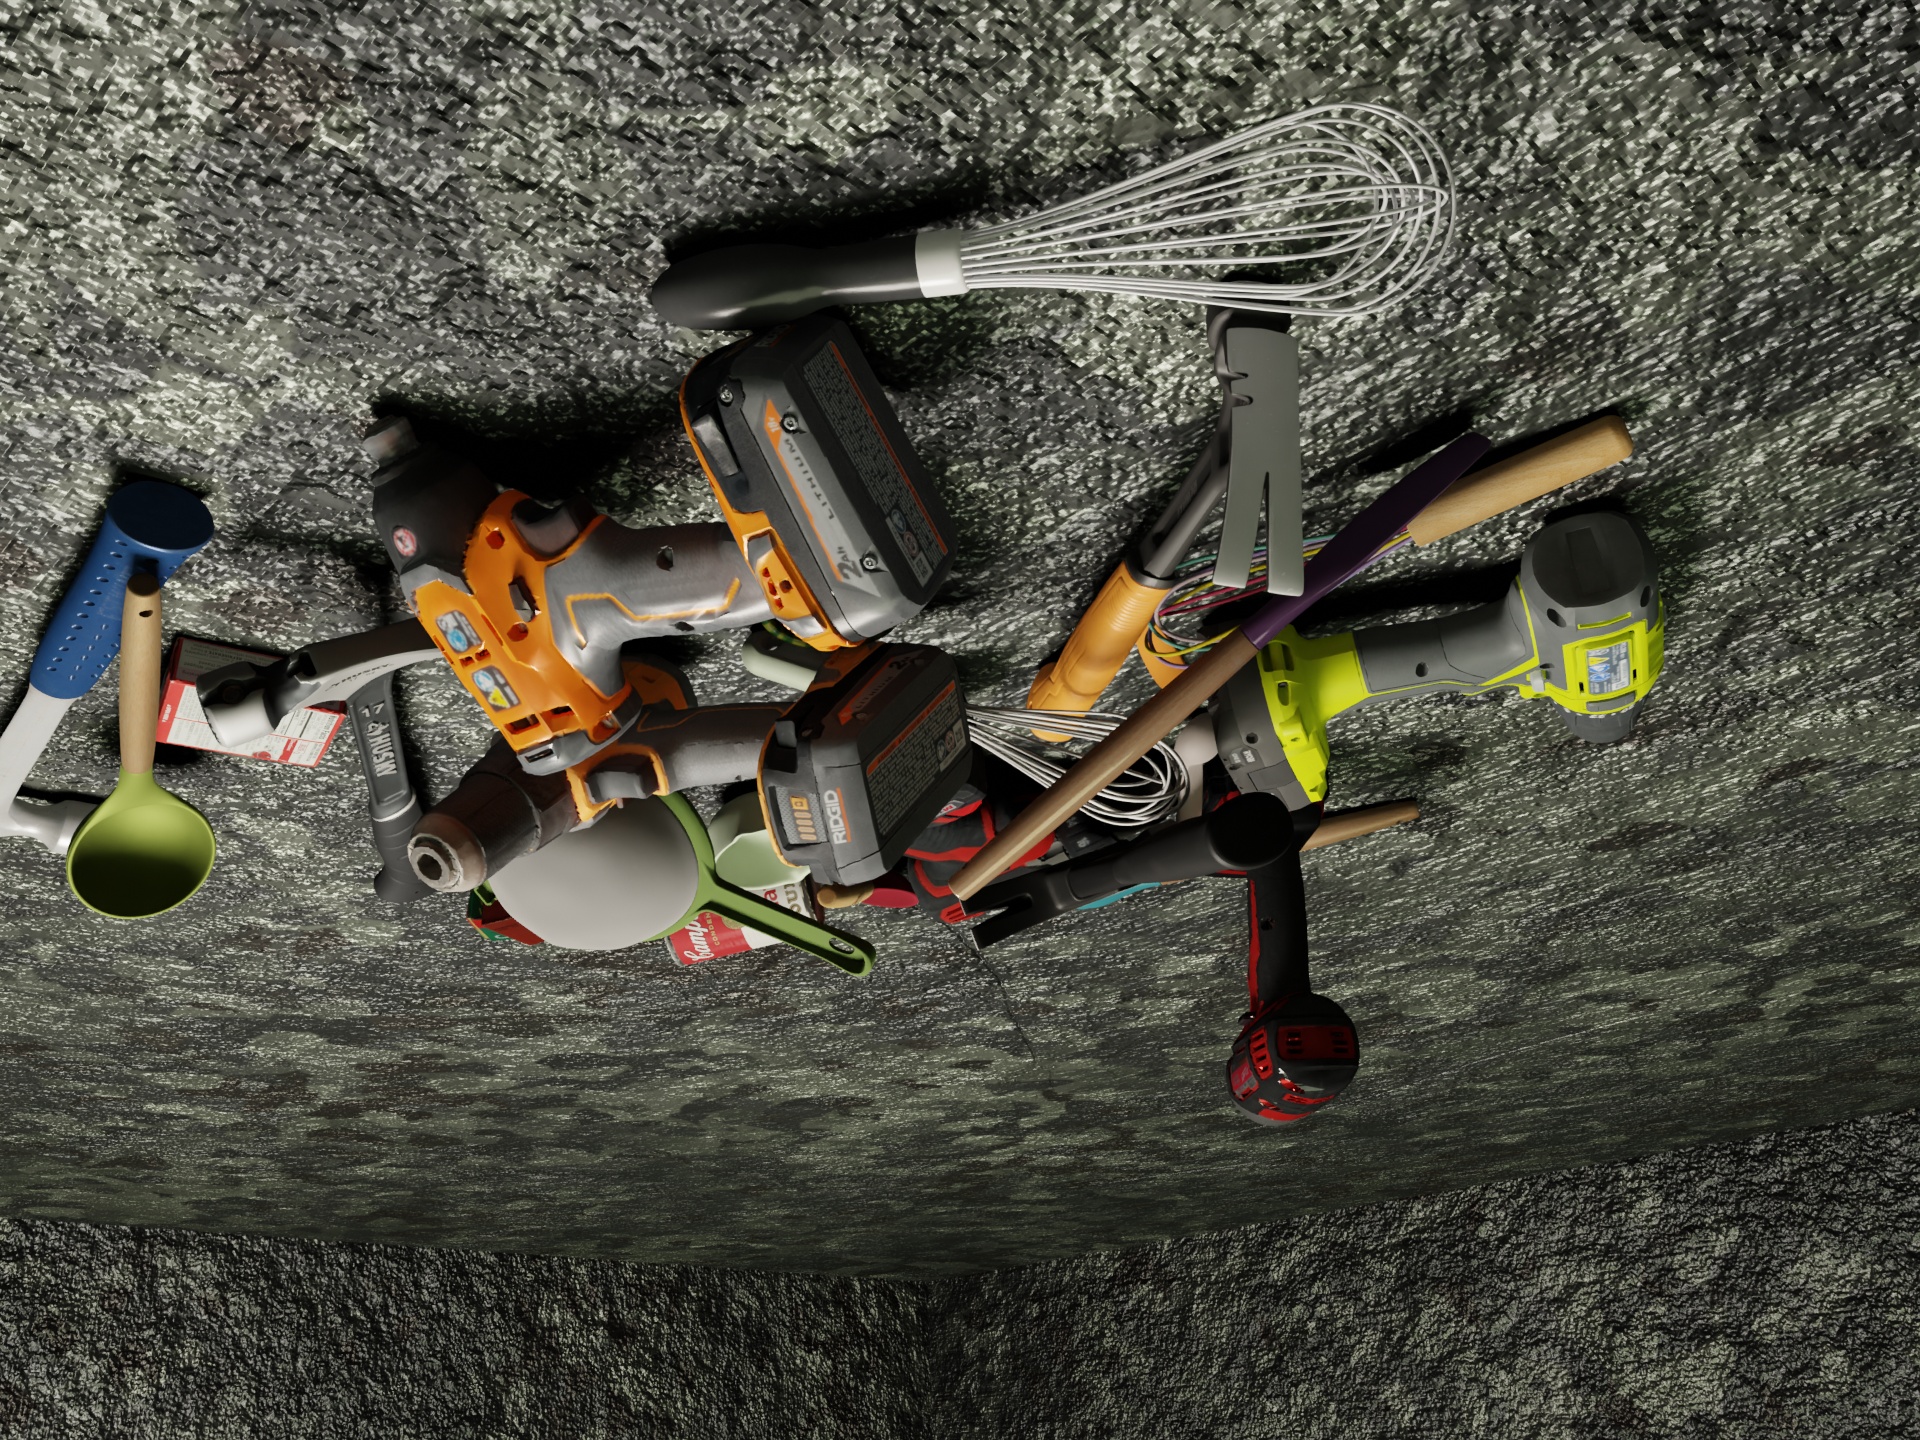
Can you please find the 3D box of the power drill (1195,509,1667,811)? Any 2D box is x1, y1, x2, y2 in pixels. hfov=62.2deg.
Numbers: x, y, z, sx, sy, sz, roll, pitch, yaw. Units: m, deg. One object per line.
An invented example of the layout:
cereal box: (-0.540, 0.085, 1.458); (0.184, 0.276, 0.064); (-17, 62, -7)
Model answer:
power drill: (0.257, -0.019, 0.852); (0.228, 0.080, 0.190); (-15, 152, 17)

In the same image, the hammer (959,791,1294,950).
hammer: (0.091, 0.075, 0.820); (0.146, 0.035, 0.334); (-19, 174, -11)

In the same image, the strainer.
strainer: (-0.176, 0.109, 0.929); (0.256, 0.069, 0.151); (22, 126, 2)

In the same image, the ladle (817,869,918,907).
ladle: (-0.067, 0.109, 1.022); (0.069, 0.031, 0.315); (9, 176, 3)

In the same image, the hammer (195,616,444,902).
hammer: (-0.324, 0.037, 0.917); (0.149, 0.036, 0.408); (-22, 166, -22)

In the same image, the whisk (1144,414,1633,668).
whisk: (0.192, -0.086, 0.754); (0.245, 0.051, 0.047); (-23, -178, 28)

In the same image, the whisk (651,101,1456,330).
whisk: (0.026, -0.163, 0.557); (0.284, 0.070, 0.070); (-4, 154, 12)

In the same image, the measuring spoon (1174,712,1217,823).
measuring spoon: (0.147, 0.048, 0.979); (0.034, 0.018, 0.124); (-28, 136, -27)

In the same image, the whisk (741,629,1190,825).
whisk: (-0.001, -0.003, 0.803); (0.246, 0.058, 0.059); (18, 133, 16)

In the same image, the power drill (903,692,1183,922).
power drill: (0.019, 0.048, 0.957); (0.188, 0.080, 0.226); (-25, 151, 19)

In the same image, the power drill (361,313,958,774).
power drill: (-0.134, -0.079, 0.645); (0.226, 0.084, 0.164); (-19, 113, 27)

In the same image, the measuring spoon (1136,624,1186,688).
measuring spoon: (0.107, -0.036, 0.870); (0.021, 0.011, 0.116); (-12, 153, 17)

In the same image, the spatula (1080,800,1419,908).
spatula: (0.164, 0.093, 1.131); (0.317, 0.044, 0.082); (-16, 151, 14)

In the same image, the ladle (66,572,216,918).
ladle: (-0.416, 0.021, 0.810); (0.078, 0.062, 0.320); (-15, 162, -33)

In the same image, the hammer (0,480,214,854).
hammer: (-0.477, -0.015, 0.824); (0.144, 0.035, 0.405); (17, 148, -35)

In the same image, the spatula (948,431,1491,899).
spatula: (0.112, -0.021, 0.728); (0.316, 0.060, 0.018); (-42, 101, 13)

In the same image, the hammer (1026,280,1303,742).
hammer: (0.081, -0.052, 0.736); (0.034, 0.127, 0.336); (6, 159, -9)

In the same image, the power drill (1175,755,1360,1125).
power drill: (0.193, 0.143, 1.007); (0.078, 0.220, 0.143); (0, 154, -6)

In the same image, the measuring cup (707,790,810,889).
measuring cup: (-0.087, 0.055, 1.022); (0.167, 0.038, 0.083); (-27, 147, 9)

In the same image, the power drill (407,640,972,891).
power drill: (-0.130, 0.026, 0.751); (0.226, 0.185, 0.084); (1, 116, 26)
